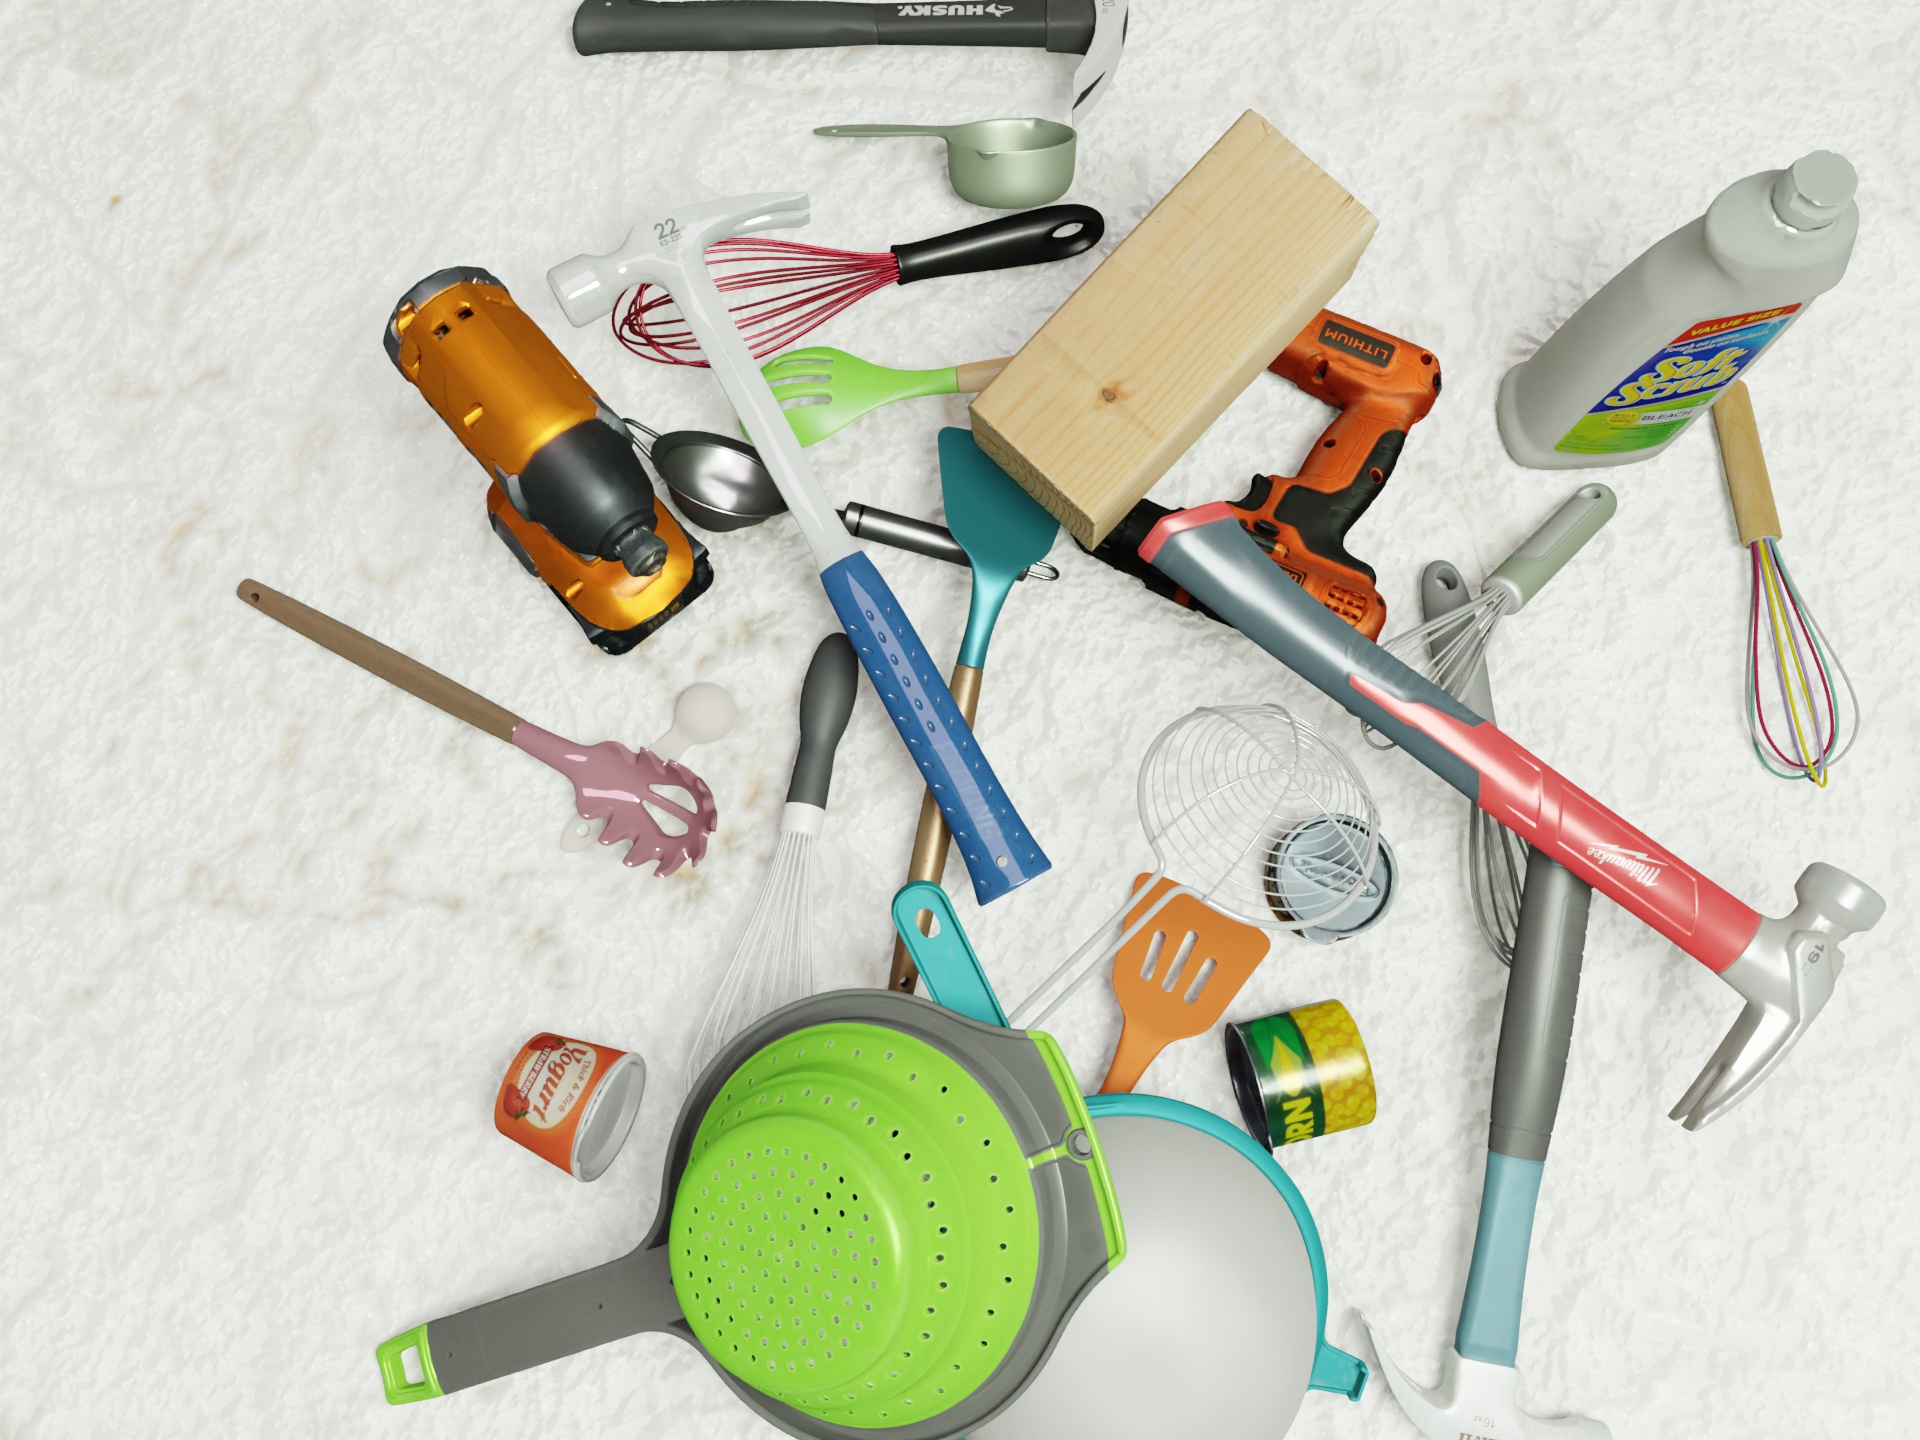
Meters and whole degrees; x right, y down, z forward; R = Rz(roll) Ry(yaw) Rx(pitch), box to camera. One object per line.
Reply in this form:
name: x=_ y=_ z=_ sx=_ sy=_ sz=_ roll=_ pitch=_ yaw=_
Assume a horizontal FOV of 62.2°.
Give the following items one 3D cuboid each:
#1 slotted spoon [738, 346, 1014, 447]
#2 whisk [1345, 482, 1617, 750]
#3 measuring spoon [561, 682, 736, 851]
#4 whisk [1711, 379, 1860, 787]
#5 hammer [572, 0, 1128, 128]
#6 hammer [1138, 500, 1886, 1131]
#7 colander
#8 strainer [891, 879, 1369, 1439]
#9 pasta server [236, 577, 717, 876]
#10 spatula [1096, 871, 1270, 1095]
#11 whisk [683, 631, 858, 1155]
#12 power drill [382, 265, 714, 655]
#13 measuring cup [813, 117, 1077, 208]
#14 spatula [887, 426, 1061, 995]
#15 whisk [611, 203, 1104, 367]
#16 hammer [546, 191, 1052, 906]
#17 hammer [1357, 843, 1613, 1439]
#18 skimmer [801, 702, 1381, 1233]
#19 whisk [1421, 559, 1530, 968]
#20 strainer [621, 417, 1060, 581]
slotted spoon: x=0.024 y=-0.197 z=0.896 sx=0.314 sy=0.031 sz=0.070 roll=-5 pitch=63 yaw=7
whisk: x=0.286 y=-0.063 z=0.856 sx=0.246 sy=0.059 sz=0.058 roll=-39 pitch=38 yaw=-29
measuring spoon: x=-0.173 y=0.026 z=0.871 sx=0.034 sy=0.018 sz=0.124 roll=43 pitch=80 yaw=9
whisk: x=0.456 y=-0.079 z=0.897 sx=0.047 sy=0.051 sz=0.245 roll=4 pitch=71 yaw=-21
hammer: x=-0.066 y=-0.416 z=0.957 sx=0.335 sy=0.035 sz=0.146 roll=1 pitch=56 yaw=3
hammer: x=0.241 y=0.032 z=0.767 sx=0.386 sy=0.038 sz=0.143 roll=36 pitch=91 yaw=3
colander: x=-0.128 y=0.252 z=0.710 sx=0.397 sy=0.094 sz=0.205 roll=-23 pitch=77 yaw=17
strainer: x=0.052 y=0.233 z=0.734 sx=0.211 sy=0.095 sz=0.340 roll=-26 pitch=97 yaw=-2
pasta server: x=-0.265 y=-0.005 z=0.861 sx=0.316 sy=0.040 sz=0.060 roll=26 pitch=95 yaw=10
spatula: x=0.059 y=0.233 z=0.823 sx=0.081 sy=0.041 sz=0.322 roll=27 pitch=82 yaw=7
whisk: x=-0.091 y=0.084 z=0.841 sx=0.070 sy=0.070 sz=0.285 roll=9 pitch=72 yaw=1
power drill: x=-0.190 y=-0.110 z=0.796 sx=0.084 sy=0.226 sz=0.164 roll=-40 pitch=80 yaw=-9
measuring cup: x=-0.011 y=-0.333 z=0.949 sx=0.168 sy=0.038 sz=0.083 roll=11 pitch=36 yaw=20
spatula: x=-0.001 y=-0.003 z=0.862 sx=0.082 sy=0.044 sz=0.317 roll=13 pitch=87 yaw=-14
whisk: x=-0.056 y=-0.260 z=0.923 sx=0.296 sy=0.073 sz=0.073 roll=-15 pitch=77 yaw=-9
hammer: x=-0.062 y=-0.094 z=0.832 sx=0.144 sy=0.035 sz=0.405 roll=-28 pitch=83 yaw=-6
hammer: x=0.281 y=0.204 z=0.795 sx=0.128 sy=0.033 sz=0.331 roll=10 pitch=88 yaw=3
skimmer: x=0.059 y=0.136 z=0.816 sx=0.363 sy=0.090 sz=0.127 roll=-45 pitch=74 yaw=8
whisk: x=0.288 y=0.022 z=0.864 sx=0.055 sy=0.055 sz=0.239 roll=-7 pitch=72 yaw=-2
strainer: x=-0.069 y=-0.113 z=0.895 sx=0.258 sy=0.050 sz=0.087 roll=15 pitch=34 yaw=-2
